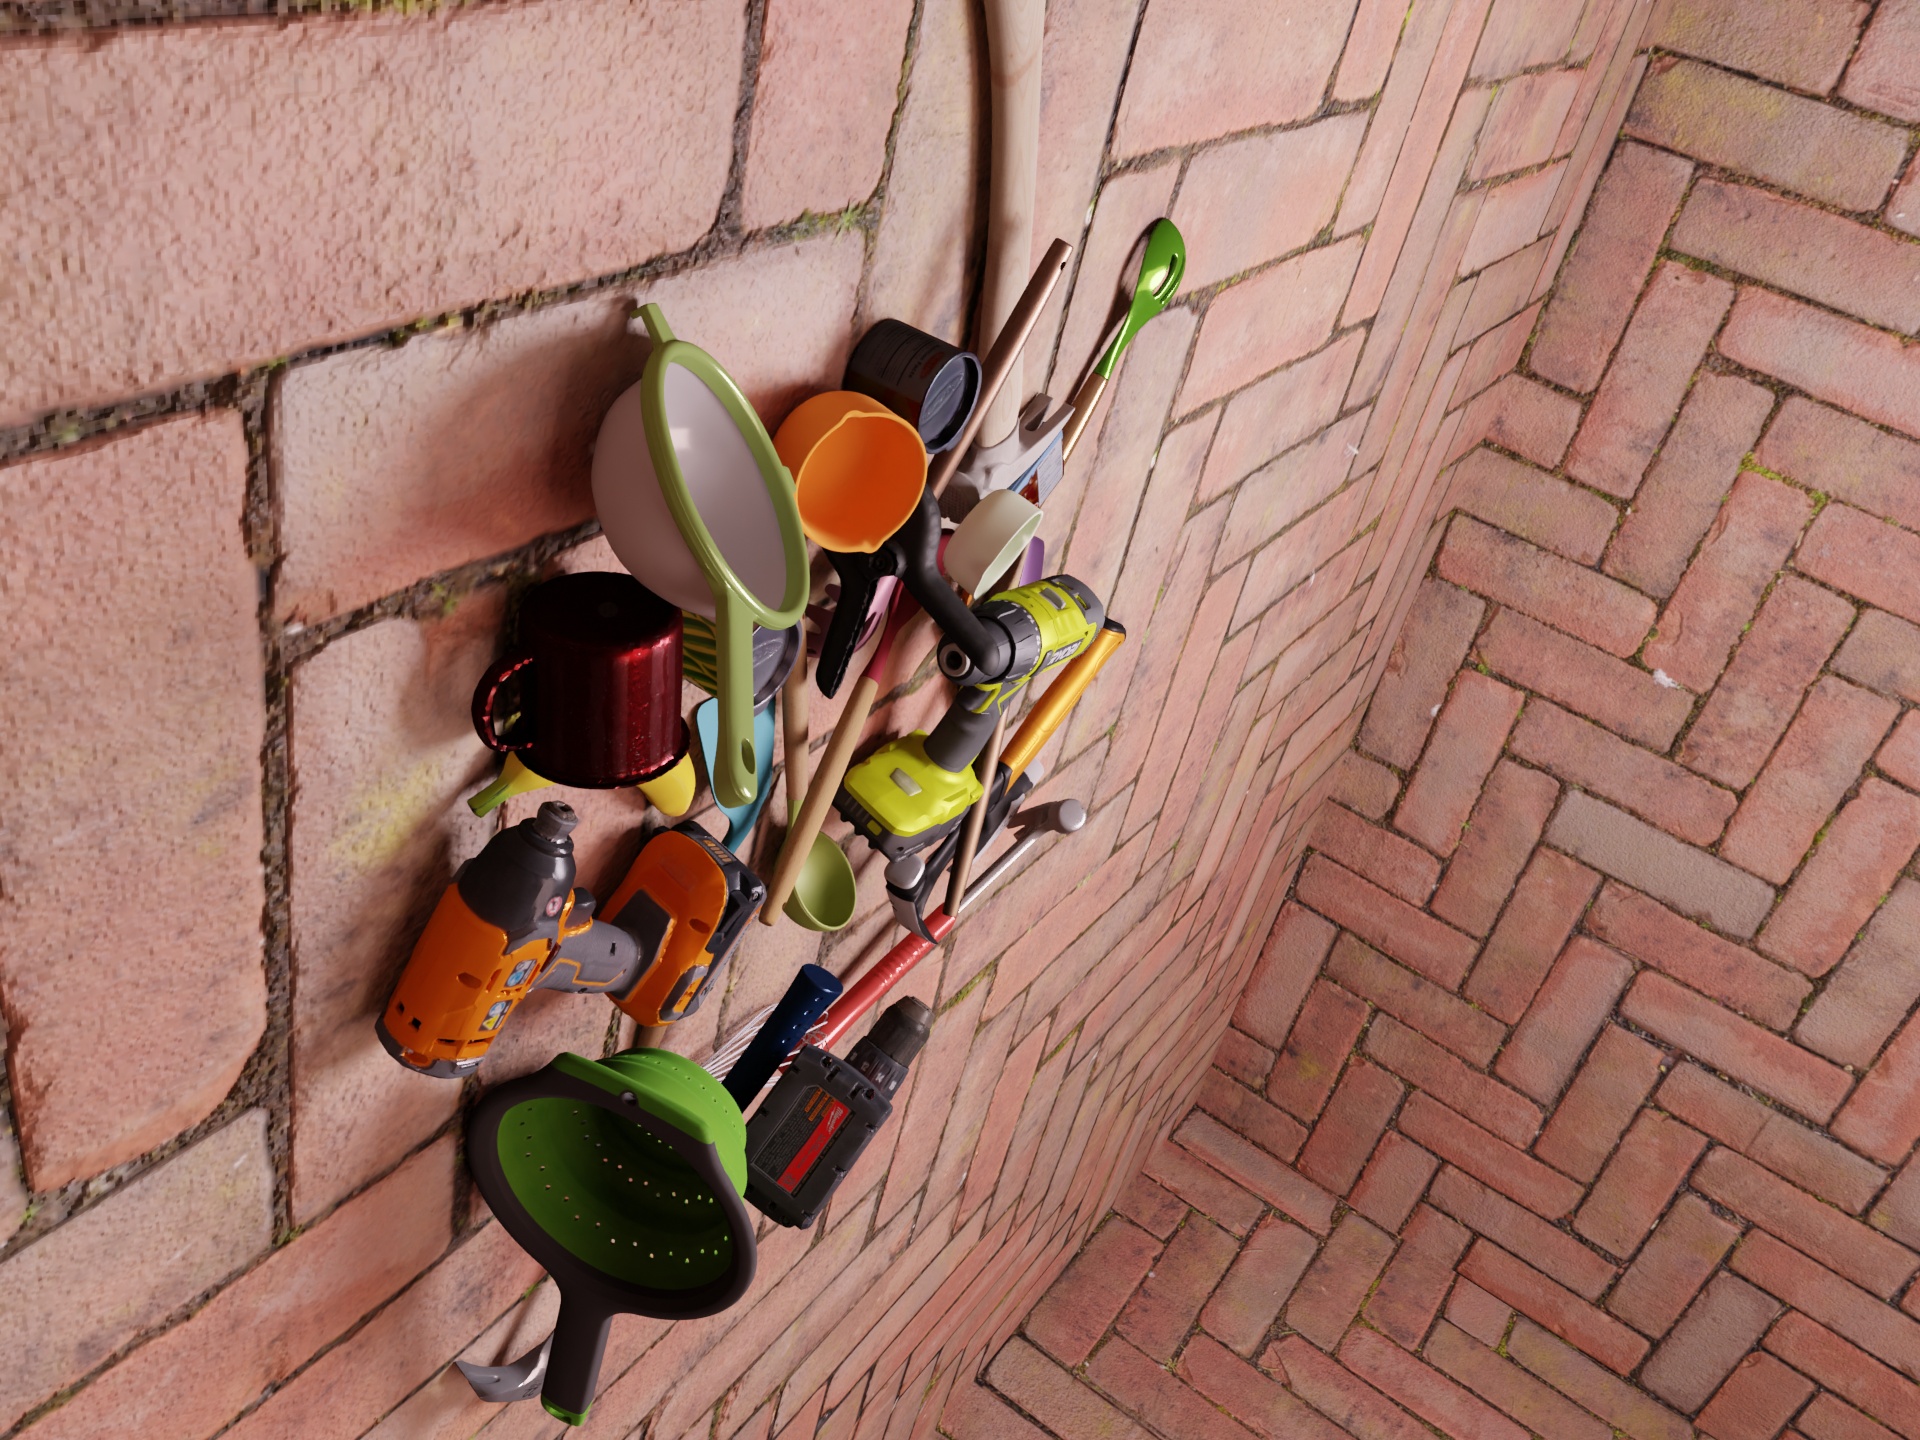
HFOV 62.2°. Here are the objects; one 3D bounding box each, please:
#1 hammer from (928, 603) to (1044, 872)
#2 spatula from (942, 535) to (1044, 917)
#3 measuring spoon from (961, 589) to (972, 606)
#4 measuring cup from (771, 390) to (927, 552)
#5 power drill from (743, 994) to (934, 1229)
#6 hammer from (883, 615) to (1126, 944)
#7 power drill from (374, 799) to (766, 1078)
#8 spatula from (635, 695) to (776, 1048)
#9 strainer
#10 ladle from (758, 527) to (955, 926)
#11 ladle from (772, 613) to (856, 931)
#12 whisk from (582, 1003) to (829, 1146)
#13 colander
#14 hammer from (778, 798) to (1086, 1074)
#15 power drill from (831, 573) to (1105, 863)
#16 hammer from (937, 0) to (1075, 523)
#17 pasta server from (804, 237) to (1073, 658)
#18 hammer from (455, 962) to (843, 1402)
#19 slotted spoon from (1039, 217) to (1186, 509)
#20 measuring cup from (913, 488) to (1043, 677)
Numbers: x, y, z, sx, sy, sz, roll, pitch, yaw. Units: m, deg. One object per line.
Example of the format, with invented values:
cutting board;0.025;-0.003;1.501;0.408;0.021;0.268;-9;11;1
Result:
hammer;0.014;0.012;1.375;0.146;0.035;0.334;-51;157;-23
spatula;0.029;0.006;1.294;0.059;0.018;0.316;11;93;-72
measuring spoon;0.017;-0.141;1.224;0.021;0.011;0.116;-35;144;-55
measuring cup;-0.106;-0.132;0.919;0.173;0.052;0.095;-25;133;-18
power drill;-0.091;0.295;1.231;0.188;0.080;0.226;-53;171;-6
hammer;0.047;0.041;1.388;0.337;0.034;0.127;-53;156;-23
power drill;-0.213;0.115;0.924;0.164;0.084;0.226;-58;156;14
spatula;-0.184;0.119;1.089;0.082;0.044;0.317;-27;146;-57
strainer;-0.132;-0.064;0.765;0.151;0.069;0.257;50;27;-52
ladle;-0.071;-0.003;1.080;0.069;0.031;0.316;84;26;-63
ladle;-0.102;0.035;1.103;0.319;0.062;0.078;95;4;-46
whisk;-0.194;0.275;1.224;0.284;0.070;0.070;-11;128;-57
colander;-0.227;0.342;1.072;0.094;0.204;0.396;-56;168;-53
hammer;-0.034;0.197;1.456;0.359;0.036;0.149;-41;-174;-25
power drill;-0.002;-0.004;1.177;0.228;0.080;0.190;-54;166;28
hammer;0.036;-0.317;1.005;0.146;0.038;0.410;-47;155;-33
pasta server;-0.018;-0.167;1.024;0.316;0.040;0.060;-60;159;15
hammer;-0.221;0.349;1.180;0.405;0.035;0.144;-54;152;7
slotted spoon;0.098;-0.246;1.246;0.314;0.031;0.070;-61;159;5
measuring cup;-0.003;-0.096;1.126;0.167;0.038;0.083;-52;174;35
